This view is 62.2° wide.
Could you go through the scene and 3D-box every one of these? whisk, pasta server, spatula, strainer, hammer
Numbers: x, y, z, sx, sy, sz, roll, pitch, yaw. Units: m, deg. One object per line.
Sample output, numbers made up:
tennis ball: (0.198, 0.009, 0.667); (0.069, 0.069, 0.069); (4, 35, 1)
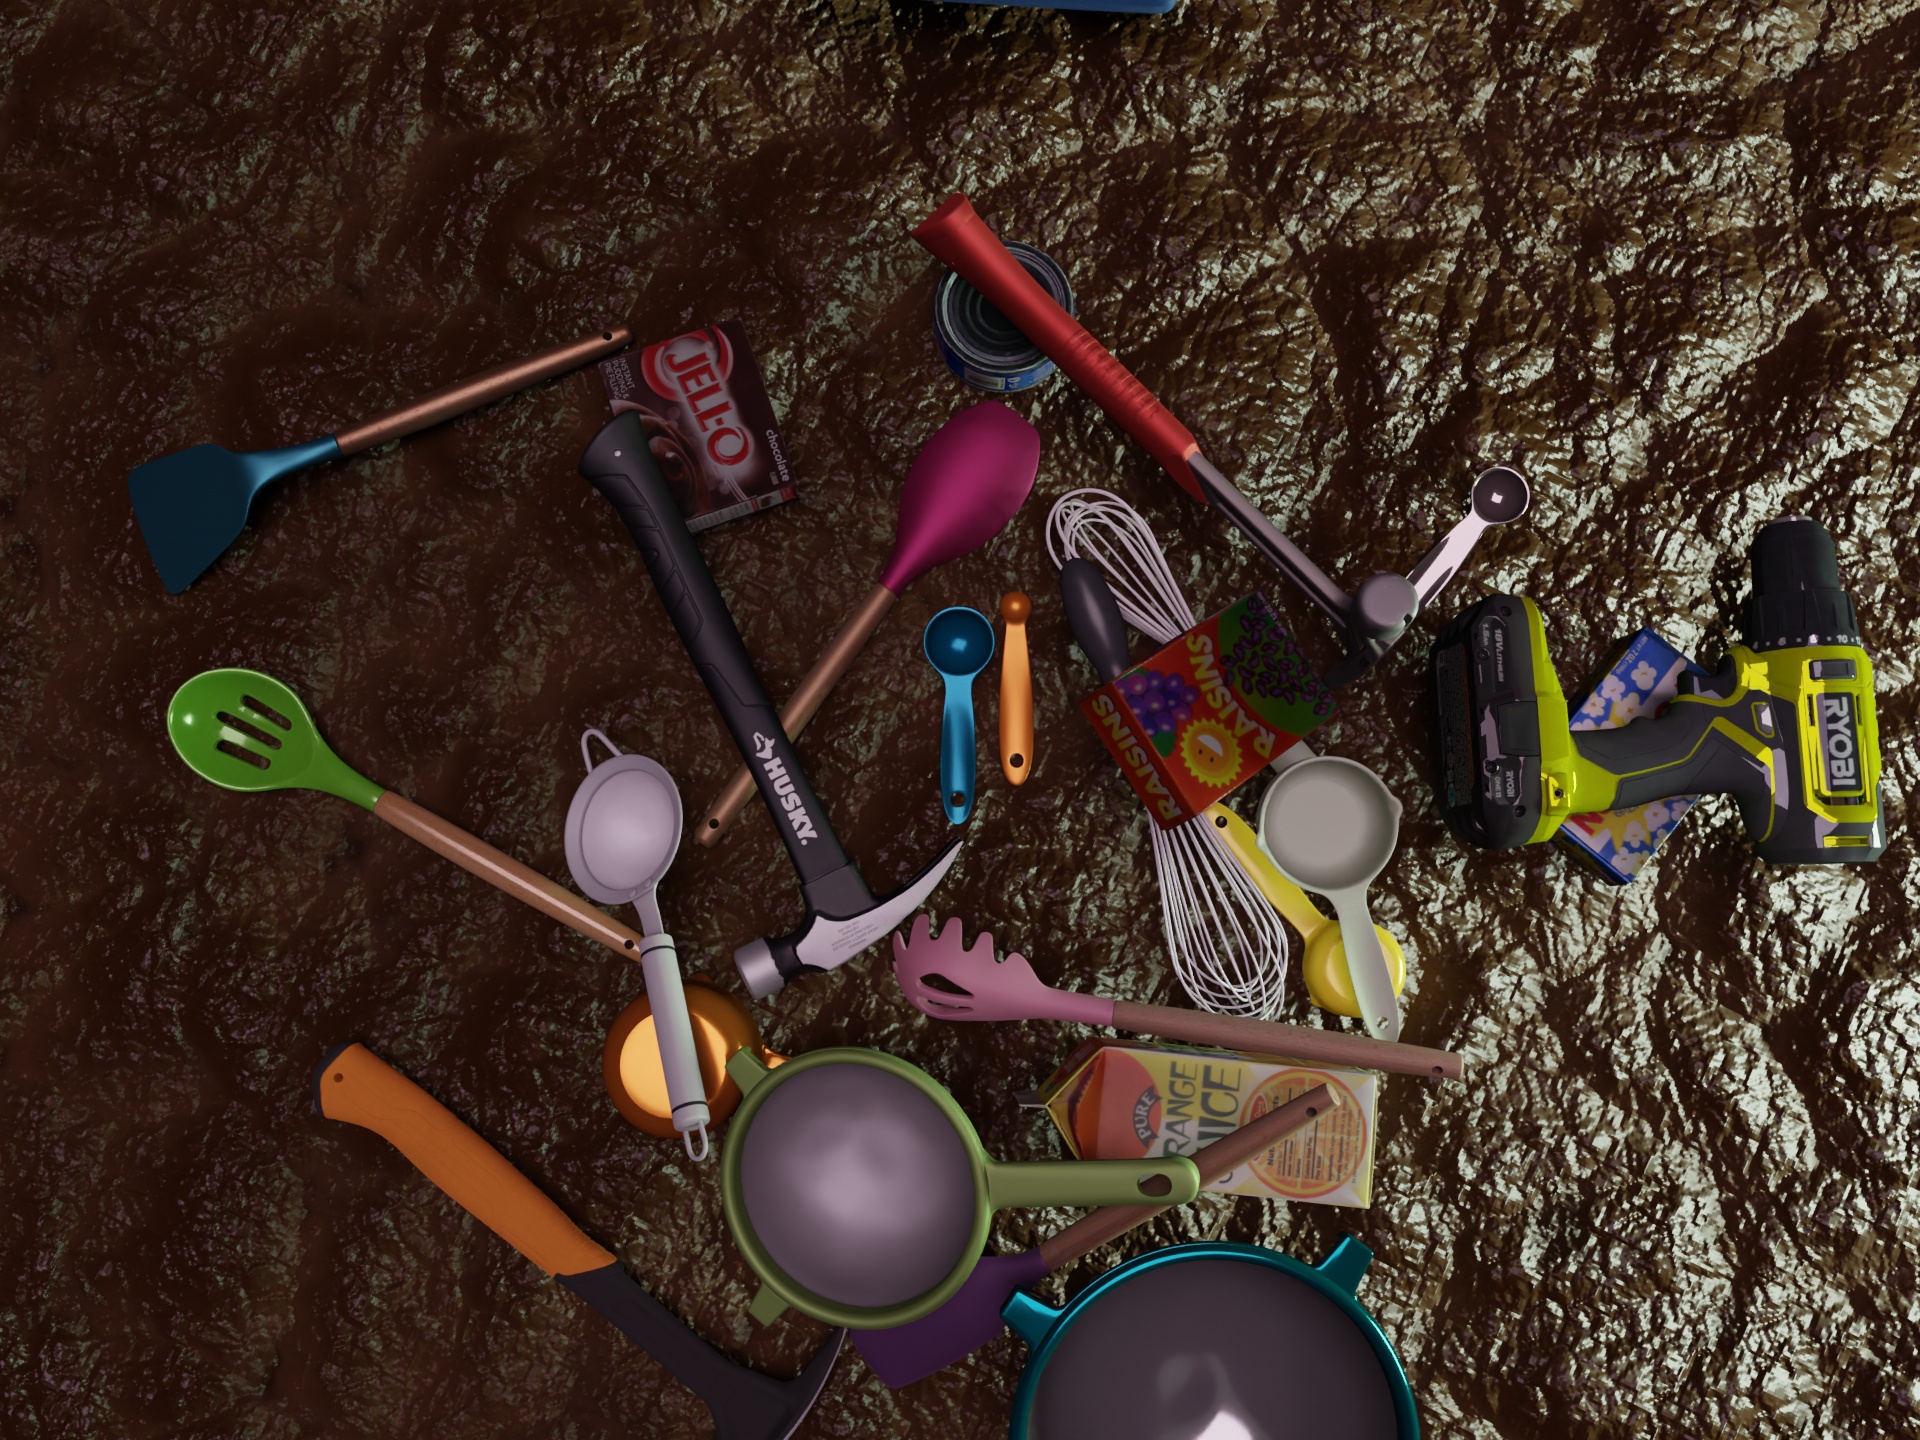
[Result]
whisk: (0.139, -0.038, 0.931); (0.246, 0.058, 0.059); (49, 120, 2)
pasta server: (0.112, 0.160, 0.873); (0.316, 0.040, 0.060); (7, 119, 10)
spatula: (-0.346, -0.174, 0.958); (0.317, 0.044, 0.082); (-23, 83, -7)
strainer: (0.001, 0.240, 0.852); (0.256, 0.069, 0.151); (-5, 92, 14)
spatula: (0.065, 0.273, 0.849); (0.316, 0.018, 0.060); (-35, 93, 19)
hammer: (-0.123, -0.021, 0.907); (0.146, 0.035, 0.335); (-26, 93, -5)
strainer: (-0.169, 0.120, 0.880); (0.087, 0.050, 0.259); (-31, 58, 21)
whisk: (0.115, 0.041, 0.900); (0.070, 0.070, 0.284); (-22, 88, -2)
hammer: (-0.223, 0.289, 0.896); (0.337, 0.034, 0.127); (37, 86, 4)
strainer: (0.139, 0.436, 0.852); (0.211, 0.095, 0.340); (-9, 90, -1)
hammer: (0.108, -0.162, 0.899); (0.037, 0.149, 0.359); (-43, 82, -6)

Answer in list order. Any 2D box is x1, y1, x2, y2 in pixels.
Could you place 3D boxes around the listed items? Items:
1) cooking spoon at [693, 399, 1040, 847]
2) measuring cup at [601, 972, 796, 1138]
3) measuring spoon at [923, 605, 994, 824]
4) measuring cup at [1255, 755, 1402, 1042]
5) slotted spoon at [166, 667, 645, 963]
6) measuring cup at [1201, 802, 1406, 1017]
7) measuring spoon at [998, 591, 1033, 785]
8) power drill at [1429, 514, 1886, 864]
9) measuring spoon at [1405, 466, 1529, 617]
cooking spoon: (-0.058, -0.057, 0.943); (0.069, 0.017, 0.319); (36, 85, 0)
measuring cup: (-0.117, 0.198, 0.896); (0.173, 0.052, 0.095); (8, 83, 3)
measuring spoon: (-0.001, -0.003, 0.942); (0.042, 0.021, 0.128); (1, 92, -1)
measuring cup: (0.216, 0.101, 0.895); (0.083, 0.038, 0.167); (-16, 92, 3)
slotted spoon: (-0.317, 0.062, 0.928); (0.314, 0.031, 0.070); (29, 84, 2)
measuring cup: (0.195, 0.106, 0.917); (0.062, 0.029, 0.156); (-42, 86, -4)
measuring spoon: (0.033, -0.020, 0.942); (0.021, 0.011, 0.117); (0, 83, 0)
power drill: (0.382, -0.015, 0.870); (0.228, 0.080, 0.190); (-1, 83, -1)
measuring spoon: (0.291, -0.100, 0.952); (0.034, 0.018, 0.124); (41, 92, 4)
